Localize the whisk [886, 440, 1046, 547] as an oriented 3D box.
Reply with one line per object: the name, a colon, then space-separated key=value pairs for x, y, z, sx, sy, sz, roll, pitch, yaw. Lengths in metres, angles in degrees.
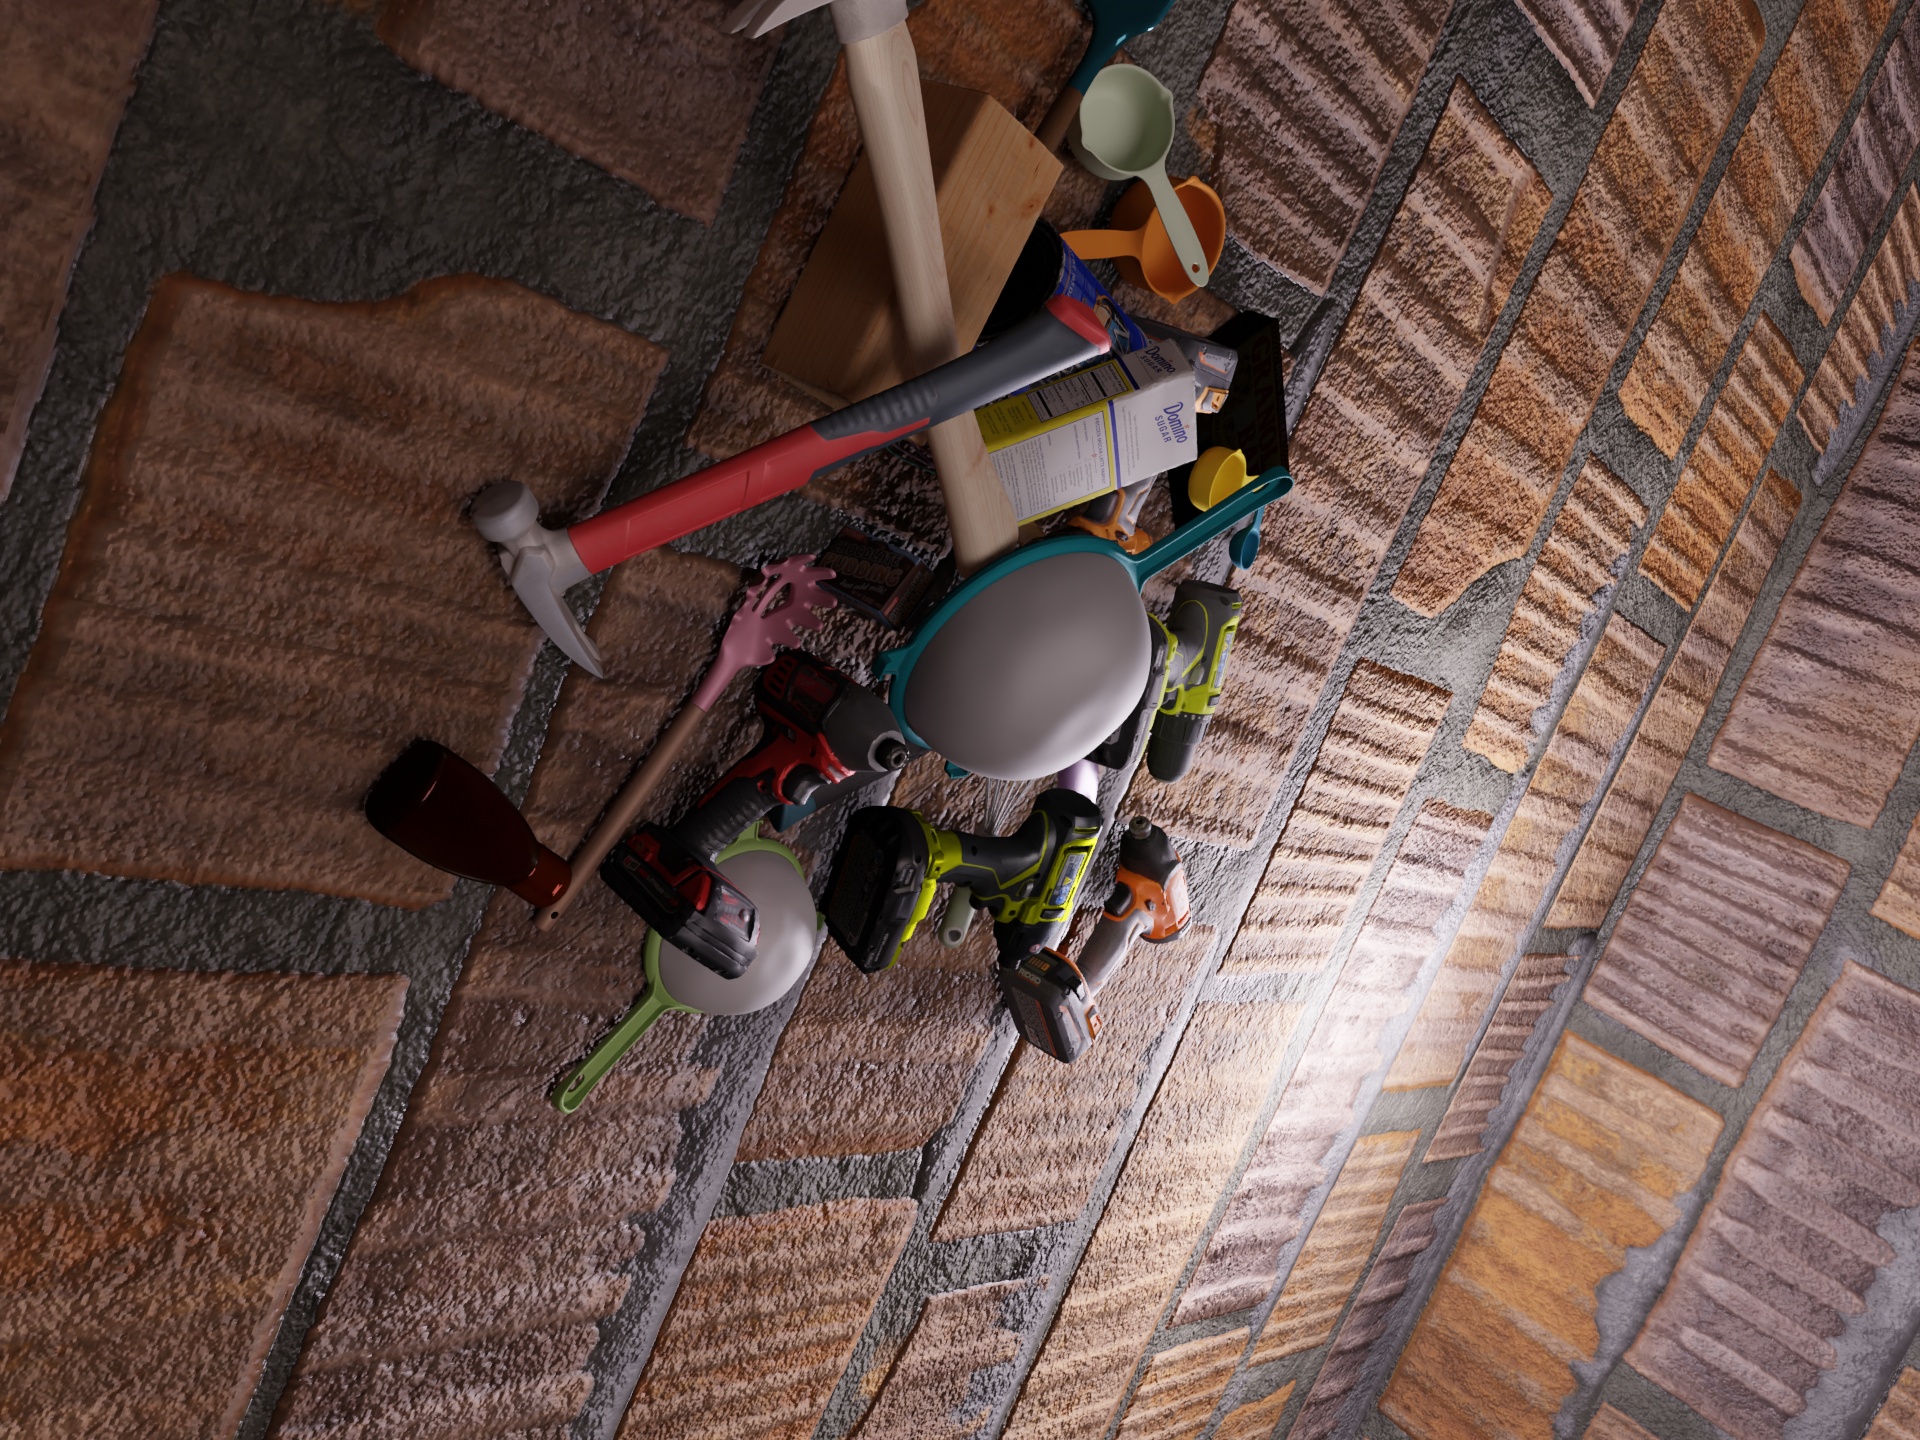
whisk: x=0.009 y=-0.179 z=1.198 sx=0.051 sy=0.047 sz=0.244 roll=-59 pitch=145 yaw=-4

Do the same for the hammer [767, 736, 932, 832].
hammer: x=-0.002 y=-0.004 z=1.235 sx=0.331 sy=0.033 sz=0.128 roll=-27 pitch=145 yaw=-15

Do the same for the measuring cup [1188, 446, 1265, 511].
measuring cup: x=0.243 y=-0.210 z=1.394 sx=0.156 sy=0.029 sz=0.062 roll=-11 pitch=122 yaw=-57

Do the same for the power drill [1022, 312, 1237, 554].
power drill: x=0.123 y=-0.199 z=1.253 sx=0.185 sy=0.084 sz=0.226 roll=-14 pitch=128 yaw=-60

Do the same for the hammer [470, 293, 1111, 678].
hammer: x=-0.088 y=-0.151 z=0.968 sx=0.386 sy=0.038 sz=0.143 roll=-23 pitch=136 yaw=0

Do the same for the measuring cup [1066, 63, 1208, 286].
measuring cup: x=0.133 y=-0.389 z=1.153 sx=0.083 sy=0.038 sz=0.167 roll=-35 pitch=108 yaw=-16

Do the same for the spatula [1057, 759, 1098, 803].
spatula: x=0.094 y=-0.025 z=1.407 sx=0.060 sy=0.018 sz=0.315 roll=-41 pitch=138 yaw=-32

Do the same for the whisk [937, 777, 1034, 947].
whisk: x=0.026 y=0.092 z=1.389 sx=0.057 sy=0.059 sz=0.246 roll=15 pitch=109 yaw=-14

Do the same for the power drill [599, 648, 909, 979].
power drill: x=-0.135 y=0.061 z=1.108 sx=0.220 sy=0.143 sz=0.078 roll=-52 pitch=137 yaw=-8

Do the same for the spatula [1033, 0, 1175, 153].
spatula: x=0.063 y=-0.413 z=1.085 sx=0.317 sy=0.082 sz=0.044 roll=-61 pitch=174 yaw=-5

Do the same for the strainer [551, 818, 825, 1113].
strainer: x=-0.195 y=0.204 z=1.188 sx=0.256 sy=0.069 sz=0.151 roll=-46 pitch=140 yaw=-20

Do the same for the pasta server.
pasta server: x=-0.194 y=0.015 z=1.097 sx=0.060 sy=0.040 sz=0.316 roll=39 pitch=83 yaw=-39

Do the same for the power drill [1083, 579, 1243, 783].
power drill: x=0.172 y=-0.025 z=1.418 sx=0.228 sy=0.080 sz=0.190 roll=-12 pitch=118 yaw=-59

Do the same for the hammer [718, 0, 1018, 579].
hammer: x=-0.029 y=-0.252 z=0.967 sx=0.146 sy=0.038 sz=0.410 roll=-36 pitch=135 yaw=-25

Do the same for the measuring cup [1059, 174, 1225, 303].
measuring cup: x=0.121 y=-0.366 z=1.201 sx=0.173 sy=0.052 sz=0.095 roll=-13 pitch=123 yaw=-33

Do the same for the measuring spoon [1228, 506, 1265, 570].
measuring spoon: x=0.276 y=-0.206 z=1.503 sx=0.042 sy=0.021 sz=0.128 roll=3 pitch=102 yaw=-61

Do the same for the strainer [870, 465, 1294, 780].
strainer: x=0.114 y=-0.060 z=1.140 sx=0.340 sy=0.095 sz=0.210 roll=-33 pitch=149 yaw=0

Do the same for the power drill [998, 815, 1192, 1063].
power drill: x=0.139 y=0.205 z=1.555 sx=0.226 sy=0.084 sz=0.164 roll=-44 pitch=139 yaw=-26

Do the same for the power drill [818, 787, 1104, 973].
power drill: x=0.003 y=0.142 z=1.327 sx=0.223 sy=0.080 sz=0.171 roll=2 pitch=119 yaw=-38
